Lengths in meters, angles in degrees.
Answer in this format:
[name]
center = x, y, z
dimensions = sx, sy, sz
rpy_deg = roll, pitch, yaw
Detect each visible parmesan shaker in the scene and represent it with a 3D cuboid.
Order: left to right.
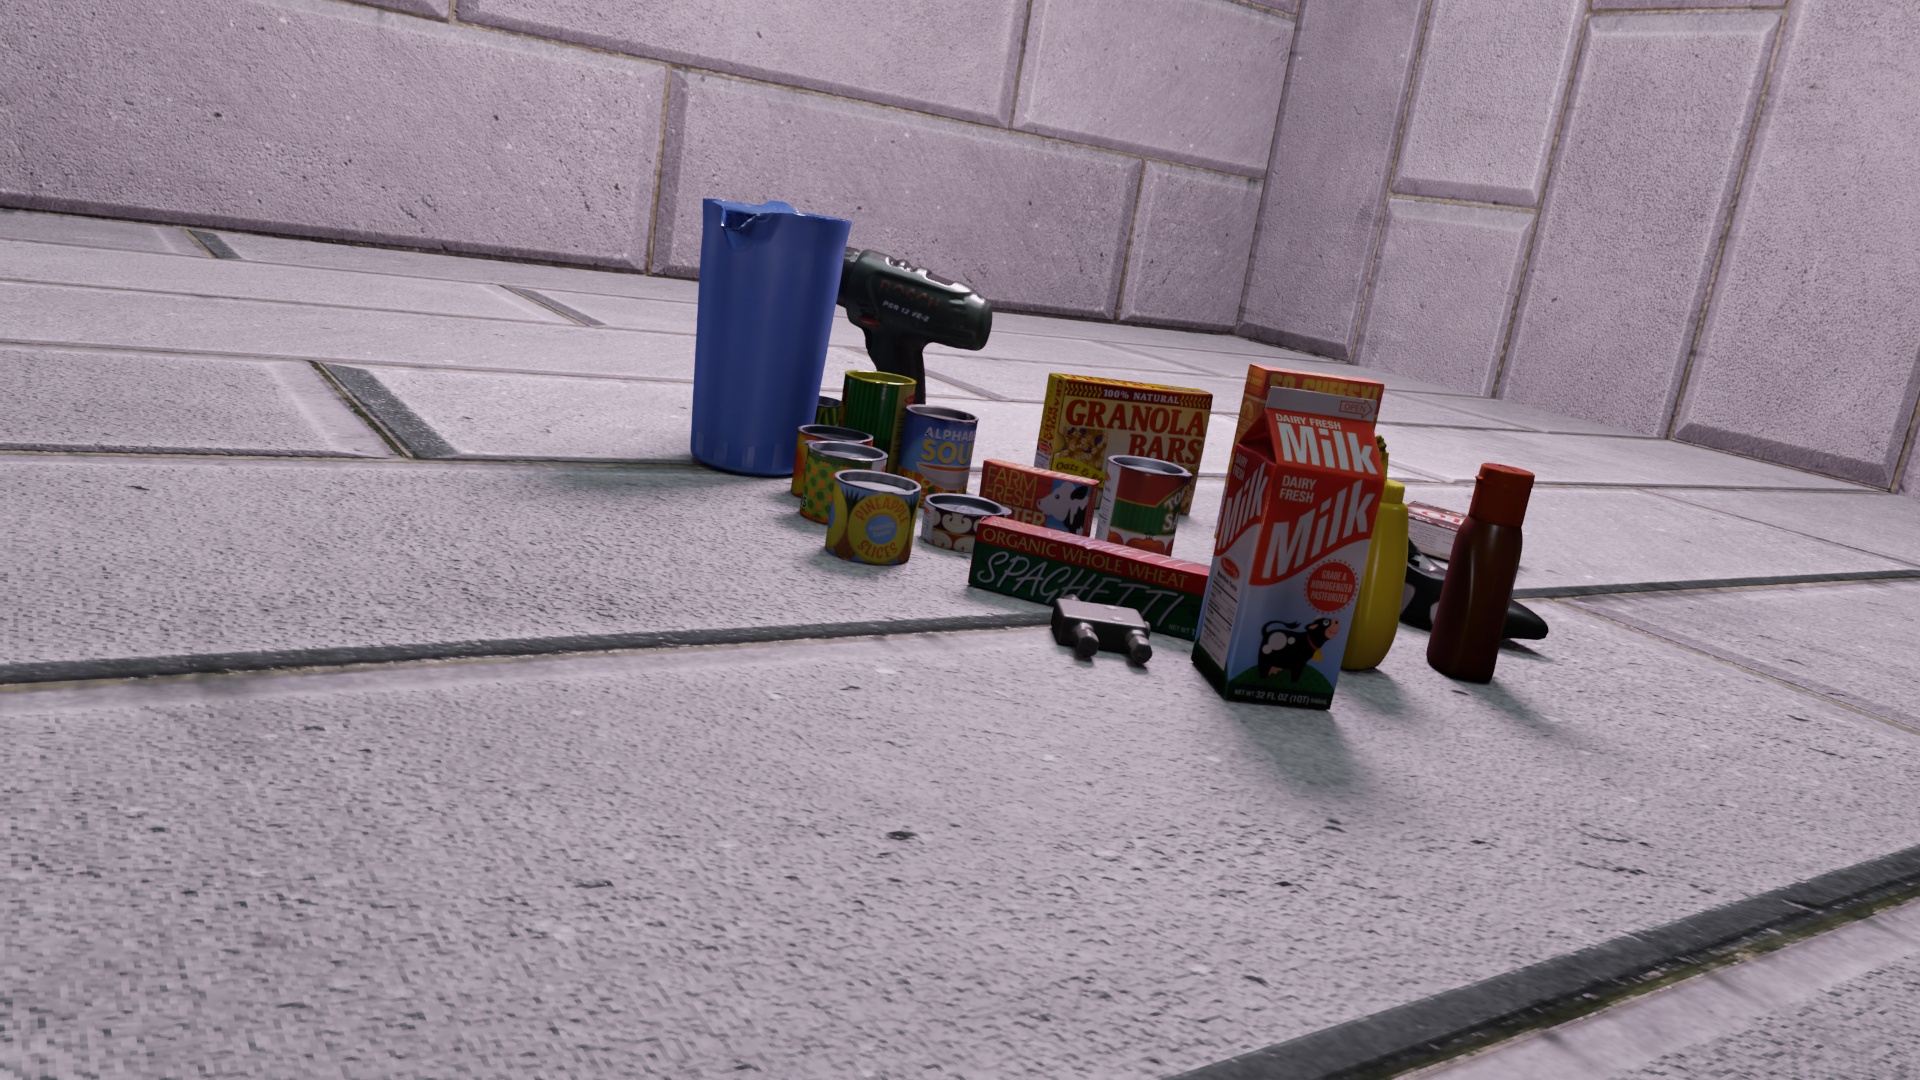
[parmesan shaker]
center = -0.081, -0.099, 1.270
dimensions = 0.071, 0.102, 0.071
rpy_deg = 9, 13, -2

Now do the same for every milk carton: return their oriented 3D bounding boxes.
[milk carton]
center = 0.205, 0.002, 0.863
dimensions = 0.072, 0.190, 0.073
rpy_deg = 7, 13, -10

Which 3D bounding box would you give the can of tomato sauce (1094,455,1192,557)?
[can of tomato sauce]
center = 0.150, -0.023, 1.151
dimensions = 0.071, 0.083, 0.071
rpy_deg = 9, 13, -2

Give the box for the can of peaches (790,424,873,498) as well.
[can of peaches]
center = -0.111, -0.066, 1.210
dimensions = 0.071, 0.058, 0.071
rpy_deg = 9, 14, -2

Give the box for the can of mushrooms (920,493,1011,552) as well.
[can of mushrooms]
center = 0.004, -0.014, 1.127
dimensions = 0.071, 0.033, 0.071
rpy_deg = 9, 14, -2

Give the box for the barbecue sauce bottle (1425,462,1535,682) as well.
[barbecue sauce bottle]
center = 0.367, 0.021, 0.977
dimensions = 0.044, 0.148, 0.065
rpy_deg = 9, 13, 0

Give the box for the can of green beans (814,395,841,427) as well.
[can of green beans]
center = -0.148, -0.111, 1.371
dimensions = 0.071, 0.057, 0.071
rpy_deg = 9, 14, -2

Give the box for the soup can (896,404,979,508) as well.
[soup can]
center = -0.021, -0.074, 1.248
dimensions = 0.071, 0.083, 0.071
rpy_deg = 9, 13, -2

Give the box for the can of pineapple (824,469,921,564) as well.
[can of pineapple]
center = -0.066, -0.017, 1.044
dimensions = 0.071, 0.057, 0.071
rpy_deg = 9, 14, -2

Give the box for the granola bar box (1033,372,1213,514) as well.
[granola bar box]
center = 0.157, -0.093, 1.353
dimensions = 0.166, 0.124, 0.039
rpy_deg = 3, 14, -23

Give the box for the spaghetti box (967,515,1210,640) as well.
[spaghetti box]
center = 0.126, 0.034, 0.977
dimensions = 0.250, 0.050, 0.029
rpy_deg = 13, 14, 17

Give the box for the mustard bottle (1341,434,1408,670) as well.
[mustard bottle]
center = 0.276, 0.007, 0.952
dimensions = 0.049, 0.159, 0.065
rpy_deg = -1, 16, -36

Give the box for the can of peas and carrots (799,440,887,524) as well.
[can of peas and carrots]
center = -0.099, -0.047, 1.142
dimensions = 0.071, 0.058, 0.071
rpy_deg = 9, 13, -2

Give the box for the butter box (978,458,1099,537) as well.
[butter box]
center = 0.066, -0.037, 1.217
dimensions = 0.103, 0.053, 0.024
rpy_deg = 14, 14, 19

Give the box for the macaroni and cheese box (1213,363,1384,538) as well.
[macaroni and cheese box]
center = 0.311, -0.073, 1.282
dimensions = 0.124, 0.166, 0.040
rpy_deg = 5, 14, -16
